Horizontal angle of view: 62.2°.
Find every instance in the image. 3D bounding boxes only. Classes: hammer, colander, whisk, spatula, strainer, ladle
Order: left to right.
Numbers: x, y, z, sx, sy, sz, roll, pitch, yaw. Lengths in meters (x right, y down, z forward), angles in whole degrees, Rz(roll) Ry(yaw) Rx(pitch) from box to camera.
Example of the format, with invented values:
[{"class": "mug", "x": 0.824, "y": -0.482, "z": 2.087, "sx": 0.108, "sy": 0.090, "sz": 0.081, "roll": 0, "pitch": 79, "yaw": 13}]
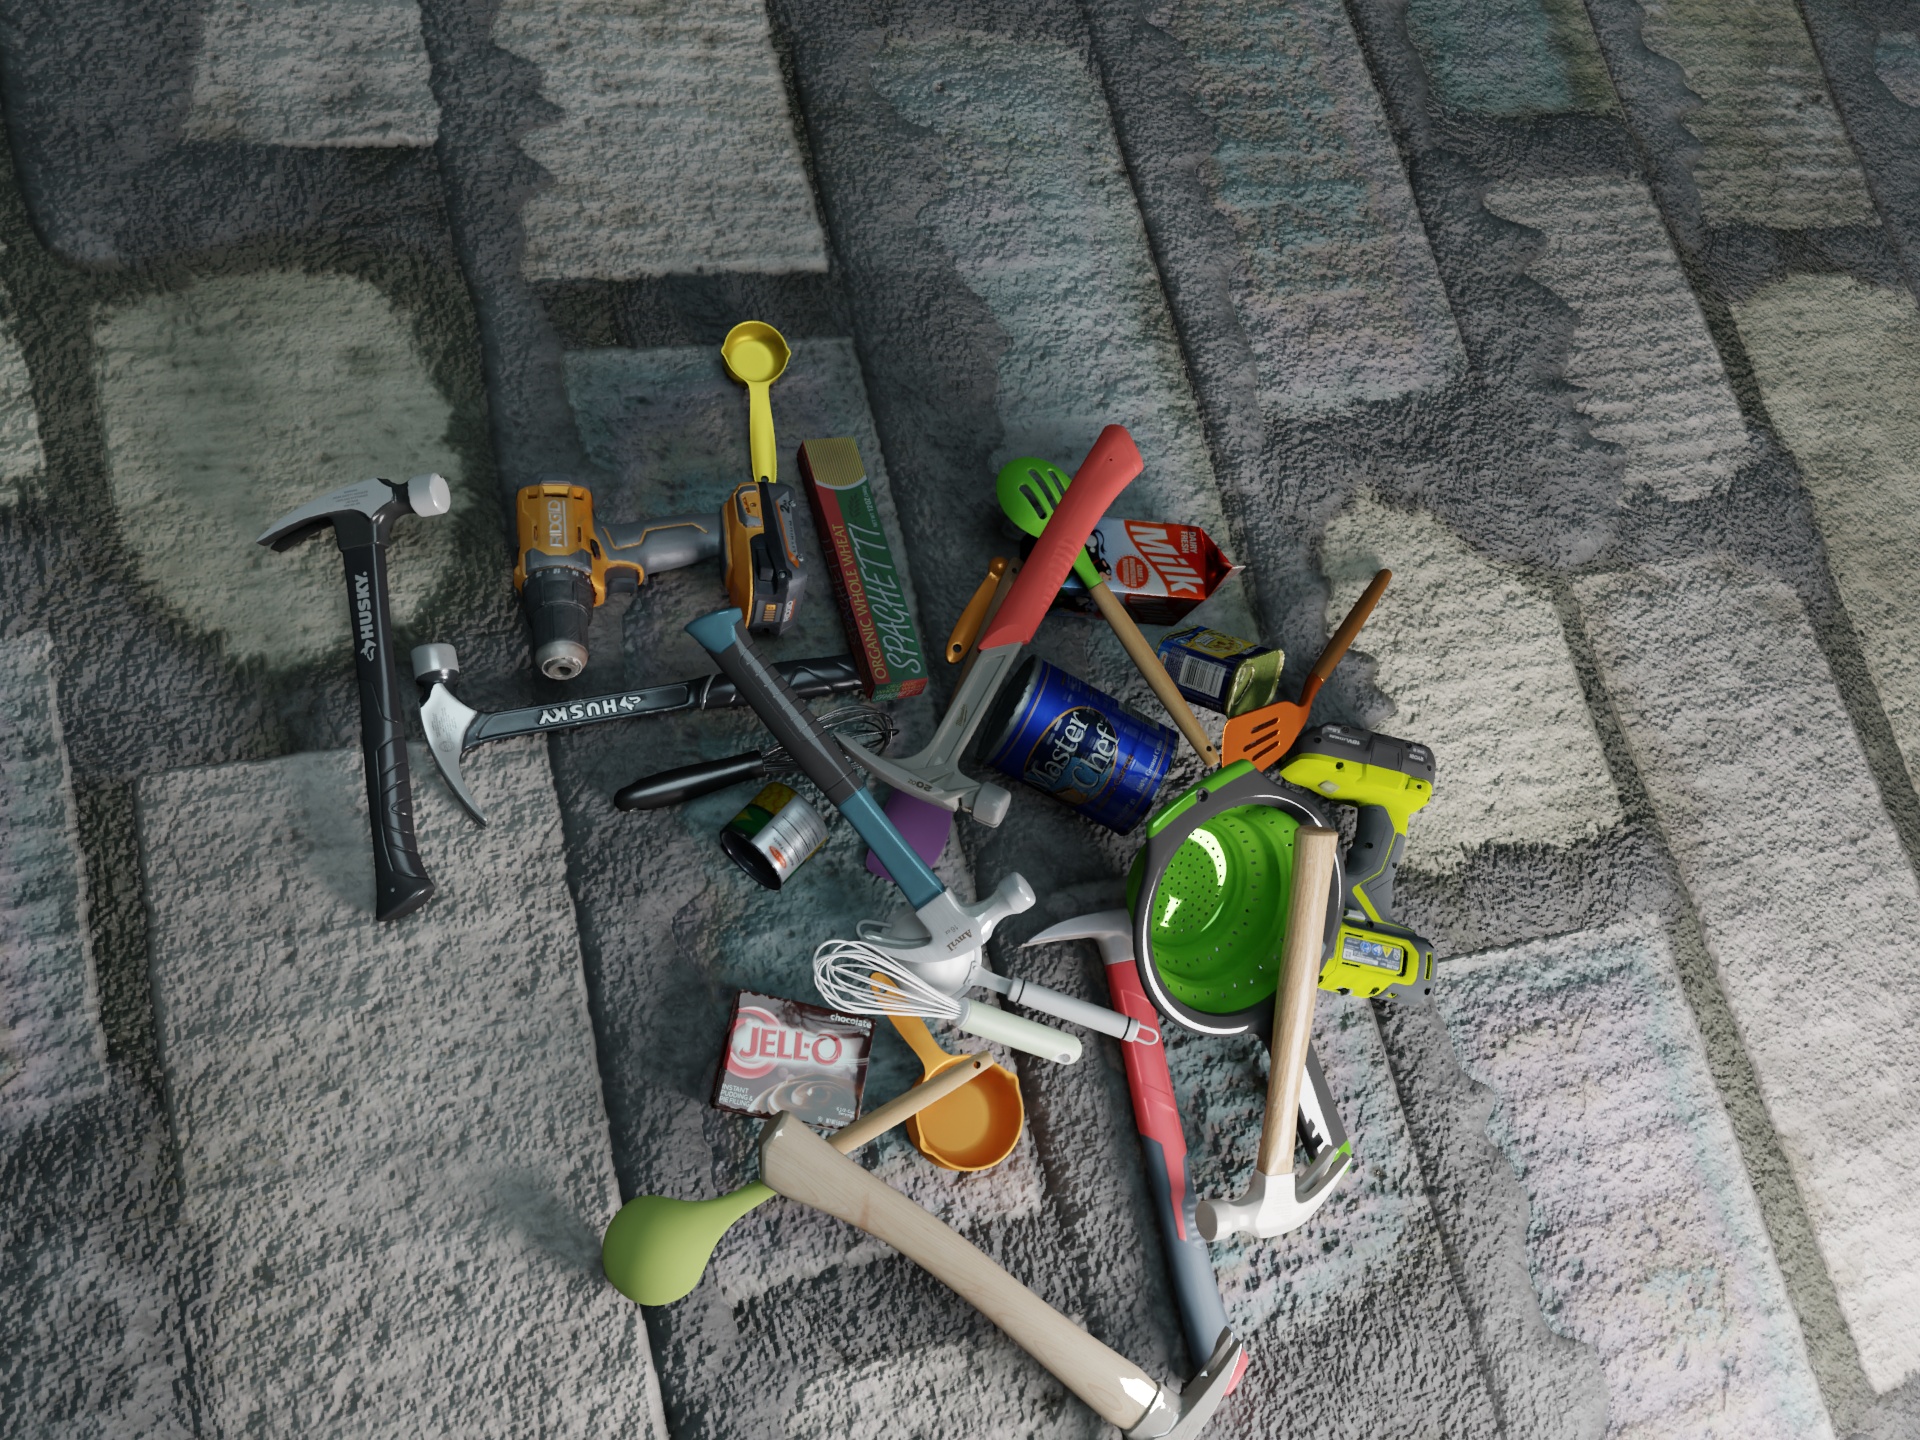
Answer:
[{"class": "hammer", "x": -0.445, "y": -0.016, "z": 1.205, "sx": 0.146, "sy": 0.035, "sz": 0.335, "roll": -10, "pitch": 82, "yaw": 7}, {"class": "hammer", "x": -0.224, "y": -0.016, "z": 1.292, "sx": 0.409, "sy": 0.036, "sz": 0.149, "roll": -10, "pitch": 77, "yaw": -20}, {"class": "whisk", "x": -0.163, "y": 0.035, "z": 1.288, "sx": 0.239, "sy": 0.055, "sz": 0.055, "roll": -15, "pitch": 78, "yaw": -17}, {"class": "ladle", "x": -0.116, "y": 0.329, "z": 1.183, "sx": 0.320, "sy": 0.062, "sz": 0.078, "roll": -27, "pitch": 83, "yaw": -18}, {"class": "hammer", "x": -0.092, "y": 0.046, "z": 1.218, "sx": 0.128, "sy": 0.033, "sz": 0.331, "roll": -38, "pitch": 93, "yaw": 10}, {"class": "whisk", "x": -0.007, "y": 0.222, "z": 1.223, "sx": 0.246, "sy": 0.057, "sz": 0.059, "roll": 24, "pitch": 40, "yaw": -26}, {"class": "spatula", "x": -0.002, "y": -0.004, "z": 1.366, "sx": 0.059, "sy": 0.018, "sz": 0.316, "roll": 25, "pitch": 69, "yaw": -10}, {"class": "hammer", "x": 0.024, "y": 0.410, "z": 1.174, "sx": 0.410, "sy": 0.038, "sz": 0.146, "roll": 40, "pitch": 84, "yaw": -12}, {"class": "strainer", "x": 0.037, "y": 0.212, "z": 1.272, "sx": 0.258, "sy": 0.050, "sz": 0.087, "roll": 19, "pitch": 97, "yaw": -1}, {"class": "hammer", "x": 0.043, "y": -0.095, "z": 1.296, "sx": 0.149, "sy": 0.036, "sz": 0.359, "roll": 25, "pitch": 73, "yaw": 12}, {"class": "hammer", "x": 0.151, "y": 0.346, "z": 1.291, "sx": 0.143, "sy": 0.038, "sz": 0.386, "roll": -6, "pitch": 75, "yaw": -18}, {"class": "colander", "x": 0.231, "y": 0.212, "z": 1.304, "sx": 0.204, "sy": 0.095, "sz": 0.396, "roll": -31, "pitch": 113, "yaw": -20}, {"class": "hammer", "x": 0.263, "y": 0.247, "z": 1.255, "sx": 0.130, "sy": 0.031, "sz": 0.331, "roll": 2, "pitch": 99, "yaw": -28}, {"class": "spatula", "x": 0.323, "y": -0.053, "z": 1.449, "sx": 0.041, "sy": 0.081, "sz": 0.323, "roll": 15, "pitch": 43, "yaw": 29}]

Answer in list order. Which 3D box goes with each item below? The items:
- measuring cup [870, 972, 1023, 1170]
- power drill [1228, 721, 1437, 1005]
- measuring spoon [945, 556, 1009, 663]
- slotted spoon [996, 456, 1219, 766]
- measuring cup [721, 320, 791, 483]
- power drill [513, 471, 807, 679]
[{"class": "measuring cup", "x": -0.024, "y": 0.275, "z": 1.252, "sx": 0.095, "sy": 0.052, "sz": 0.174, "roll": -33, "pitch": 83, "yaw": -24}, {"class": "power drill", "x": 0.327, "y": 0.124, "z": 1.399, "sx": 0.190, "sy": 0.080, "sz": 0.229, "roll": 14, "pitch": 71, "yaw": -7}, {"class": "measuring spoon", "x": 0.016, "y": -0.099, "z": 1.407, "sx": 0.021, "sy": 0.011, "sz": 0.117, "roll": 30, "pitch": 66, "yaw": -6}, {"class": "slotted spoon", "x": 0.132, "y": -0.095, "z": 1.358, "sx": 0.070, "sy": 0.031, "sz": 0.314, "roll": -33, "pitch": 89, "yaw": -21}, {"class": "measuring cup", "x": -0.179, "y": -0.272, "z": 1.400, "sx": 0.062, "sy": 0.029, "sz": 0.156, "roll": -3, "pitch": 85, "yaw": -18}, {"class": "power drill", "x": -0.241, "y": -0.114, "z": 1.275, "sx": 0.226, "sy": 0.084, "sz": 0.186, "roll": -1, "pitch": 55, "yaw": -16}]
